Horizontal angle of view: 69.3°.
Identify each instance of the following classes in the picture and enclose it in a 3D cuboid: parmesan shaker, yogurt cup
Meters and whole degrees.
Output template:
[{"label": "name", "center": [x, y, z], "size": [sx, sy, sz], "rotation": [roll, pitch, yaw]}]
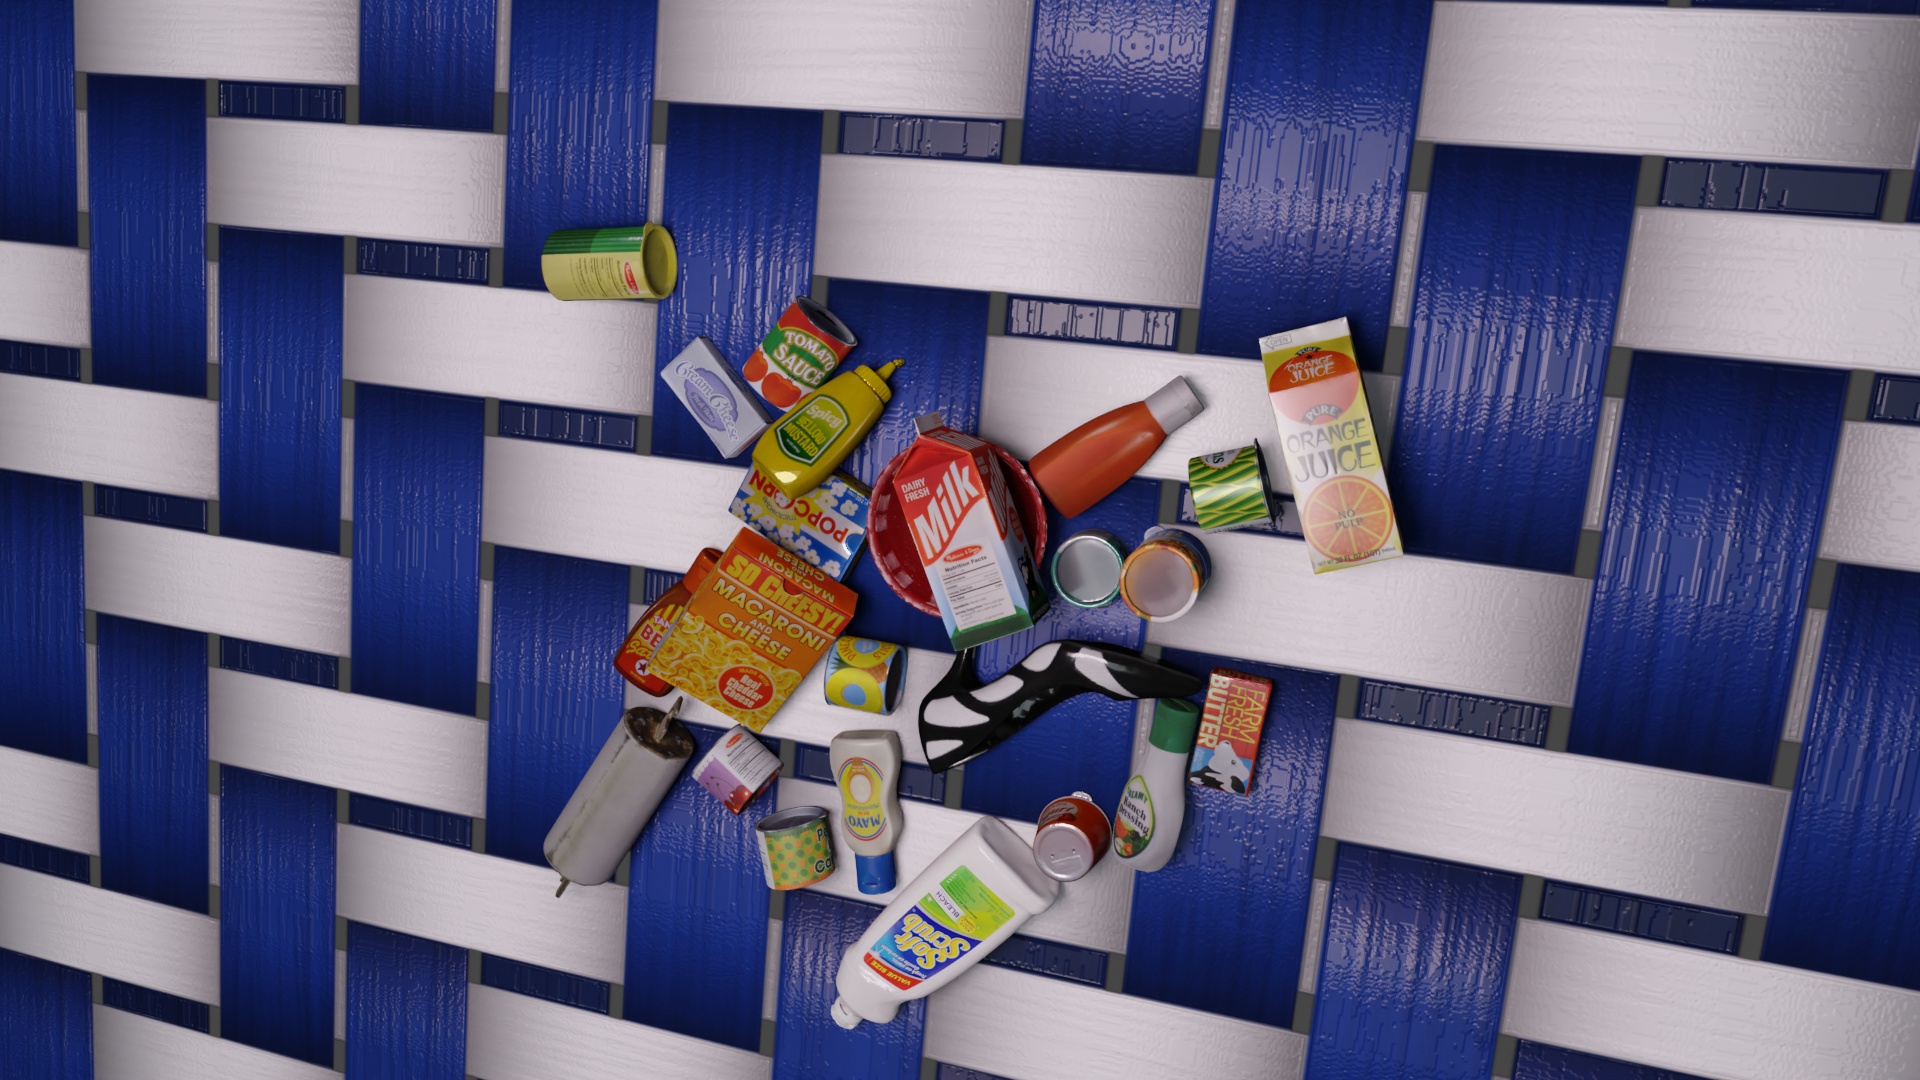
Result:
[{"label": "parmesan shaker", "center": [-0.320, -0.255, 1.265], "size": [0.103, 0.071, 0.071], "rotation": [2, 99, 17]}, {"label": "yogurt cup", "center": [0.096, 0.266, 1.227], "size": [0.072, 0.054, 0.072], "rotation": [3, 100, 16]}]

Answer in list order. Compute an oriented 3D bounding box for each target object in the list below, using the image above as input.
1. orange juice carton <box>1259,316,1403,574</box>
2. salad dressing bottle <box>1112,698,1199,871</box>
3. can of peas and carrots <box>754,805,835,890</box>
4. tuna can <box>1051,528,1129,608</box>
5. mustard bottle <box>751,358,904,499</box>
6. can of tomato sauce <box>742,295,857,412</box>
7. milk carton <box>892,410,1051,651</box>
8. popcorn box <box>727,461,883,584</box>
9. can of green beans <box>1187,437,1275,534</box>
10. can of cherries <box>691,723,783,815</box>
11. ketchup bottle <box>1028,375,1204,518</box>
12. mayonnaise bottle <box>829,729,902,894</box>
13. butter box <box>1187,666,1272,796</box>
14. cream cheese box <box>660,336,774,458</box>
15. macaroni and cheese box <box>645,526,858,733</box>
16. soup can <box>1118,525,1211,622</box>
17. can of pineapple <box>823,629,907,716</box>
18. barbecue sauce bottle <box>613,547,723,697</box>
[{"label": "orange juice carton", "center": [0.296, -0.077, 1.110], "size": [0.072, 0.073, 0.192], "rotation": [-14, 94, 18]}, {"label": "salad dressing bottle", "center": [0.170, 0.209, 1.194], "size": [0.044, 0.064, 0.147], "rotation": [6, 104, -28]}, {"label": "can of peas and carrots", "center": [-0.152, 0.286, 1.296], "size": [0.071, 0.071, 0.058], "rotation": [-9, 96, 17]}, {"label": "tuna can", "center": [0.113, 0.027, 1.199], "size": [0.071, 0.033, 0.071], "rotation": [2, 98, 16]}, {"label": "mustard bottle", "center": [-0.109, -0.108, 1.218], "size": [0.065, 0.048, 0.160], "rotation": [43, 81, 10]}, {"label": "can of tomato sauce", "center": [-0.143, -0.163, 1.226], "size": [0.071, 0.071, 0.083], "rotation": [43, 108, 6]}, {"label": "milk carton", "center": [0.004, -0.014, 1.145], "size": [0.073, 0.072, 0.190], "rotation": [-19, 94, 18]}, {"label": "popcorn box", "center": [-0.137, -0.031, 1.260], "size": [0.127, 0.038, 0.085], "rotation": [33, 104, 10]}, {"label": "can of green beans", "center": [0.222, -0.042, 1.140], "size": [0.058, 0.071, 0.071], "rotation": [-11, 95, 18]}, {"label": "can of cherries", "center": [-0.209, 0.216, 1.304], "size": [0.058, 0.071, 0.071], "rotation": [40, 107, 6]}, {"label": "ketchup bottle", "center": [0.133, -0.082, 1.167], "size": [0.148, 0.044, 0.064], "rotation": [-34, 122, 12]}, {"label": "mayonnaise bottle", "center": [-0.083, 0.251, 1.283], "size": [0.065, 0.041, 0.148], "rotation": [-3, 97, 15]}, {"label": "butter box", "center": [0.231, 0.163, 1.189], "size": [0.053, 0.024, 0.103], "rotation": [13, 101, 15]}, {"label": "cream cheese box", "center": [-0.224, -0.131, 1.278], "size": [0.053, 0.024, 0.104], "rotation": [-39, 86, 17]}, {"label": "macaroni and cheese box", "center": [-0.188, 0.084, 1.252], "size": [0.123, 0.040, 0.165], "rotation": [32, 119, -14]}, {"label": "soup can", "center": [0.169, 0.026, 1.156], "size": [0.071, 0.084, 0.071], "rotation": [2, 99, 16]}, {"label": "can of pineapple", "center": [-0.085, 0.120, 1.252], "size": [0.058, 0.071, 0.071], "rotation": [9, 101, 14]}, {"label": "barbecue sauce bottle", "center": [-0.265, 0.074, 1.310], "size": [0.065, 0.044, 0.148], "rotation": [36, 106, 3]}]
